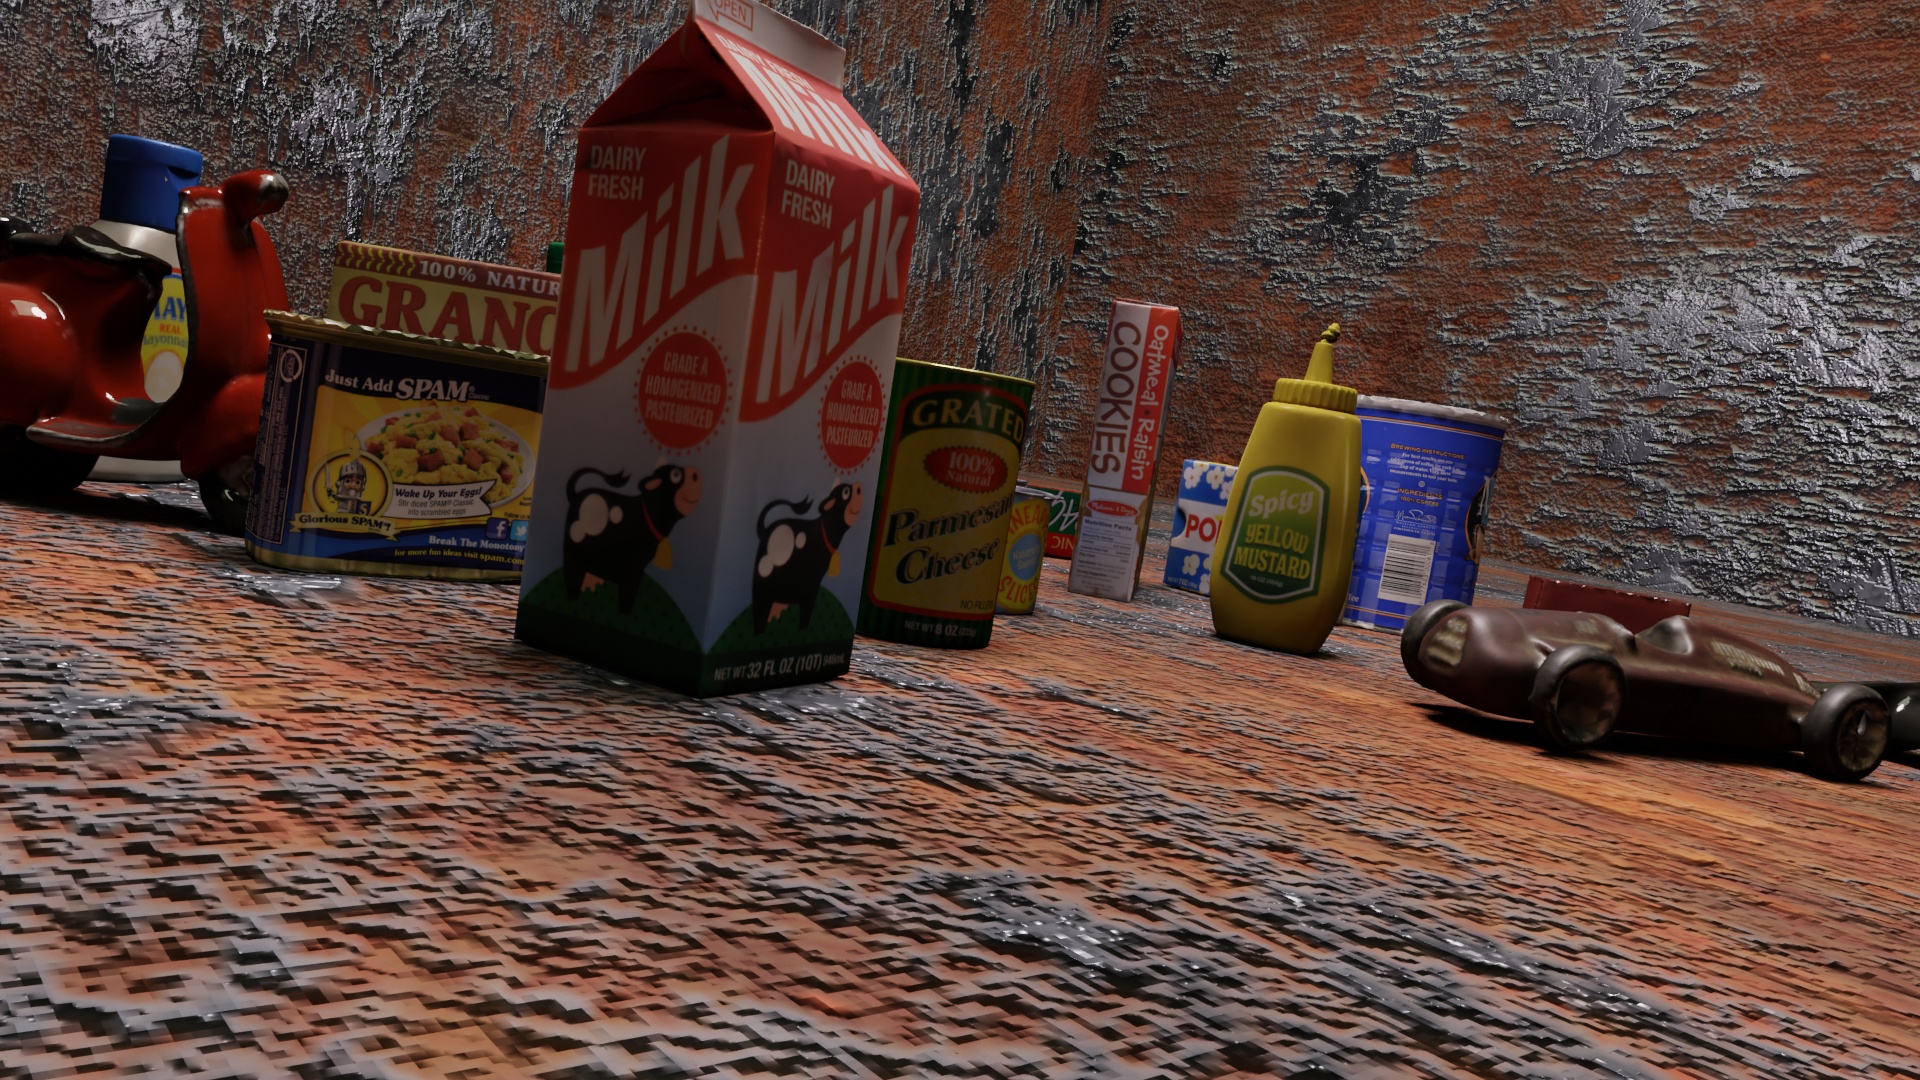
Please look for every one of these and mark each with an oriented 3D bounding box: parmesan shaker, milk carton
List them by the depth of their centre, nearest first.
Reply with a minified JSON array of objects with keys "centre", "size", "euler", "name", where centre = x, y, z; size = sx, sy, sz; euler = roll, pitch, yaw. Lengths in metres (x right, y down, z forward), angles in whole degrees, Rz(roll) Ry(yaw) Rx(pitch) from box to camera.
[{"centre":[-0.067,-0.058,0.404],"size":[0.073,0.190,0.072],"euler":[11,5,30],"name":"milk carton"},{"centre":[-0.009,-0.015,0.536],"size":[0.071,0.103,0.071],"euler":[9,4,-1],"name":"parmesan shaker"}]

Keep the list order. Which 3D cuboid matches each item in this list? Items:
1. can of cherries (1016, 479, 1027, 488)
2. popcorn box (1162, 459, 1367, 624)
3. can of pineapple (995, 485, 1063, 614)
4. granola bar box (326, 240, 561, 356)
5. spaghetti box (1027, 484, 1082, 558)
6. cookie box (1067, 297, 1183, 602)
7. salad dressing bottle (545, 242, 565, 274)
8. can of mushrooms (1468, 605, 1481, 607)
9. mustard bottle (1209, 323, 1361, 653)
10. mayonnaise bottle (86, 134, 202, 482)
[{"centre":[0.003,-0.010,0.776],"size":[0.071,0.058,0.071],"euler":[9,4,-1],"name":"can of cherries"},{"centre":[0.188,-0.001,0.870],"size":[0.038,0.085,0.127],"euler":[6,5,-34],"name":"popcorn box"},{"centre":[0.009,0.001,0.657],"size":[0.071,0.058,0.071],"euler":[9,4,-1],"name":"can of pineapple"},{"centre":[-0.227,-0.073,0.689],"size":[0.166,0.124,0.039],"euler":[9,4,-1],"name":"granola bar box"},{"centre":[0.003,-0.022,0.973],"size":[0.250,0.050,0.029],"euler":[7,4,-22],"name":"spaghetti box"},{"centre":[0.099,-0.054,0.829],"size":[0.040,0.167,0.123],"euler":[10,4,9],"name":"cookie box"},{"centre":[-0.224,-0.092,0.787],"size":[0.044,0.147,0.064],"euler":[11,4,26],"name":"salad dressing bottle"},{"centre":[0.272,0.053,0.691],"size":[0.071,0.033,0.071],"euler":[9,4,-1],"name":"can of mushrooms"},{"centre":[0.164,-0.027,0.677],"size":[0.065,0.160,0.049],"euler":[11,4,24],"name":"mustard bottle"},{"centre":[-0.363,-0.101,0.613],"size":[0.041,0.148,0.065],"euler":[10,4,16],"name":"mayonnaise bottle"}]
